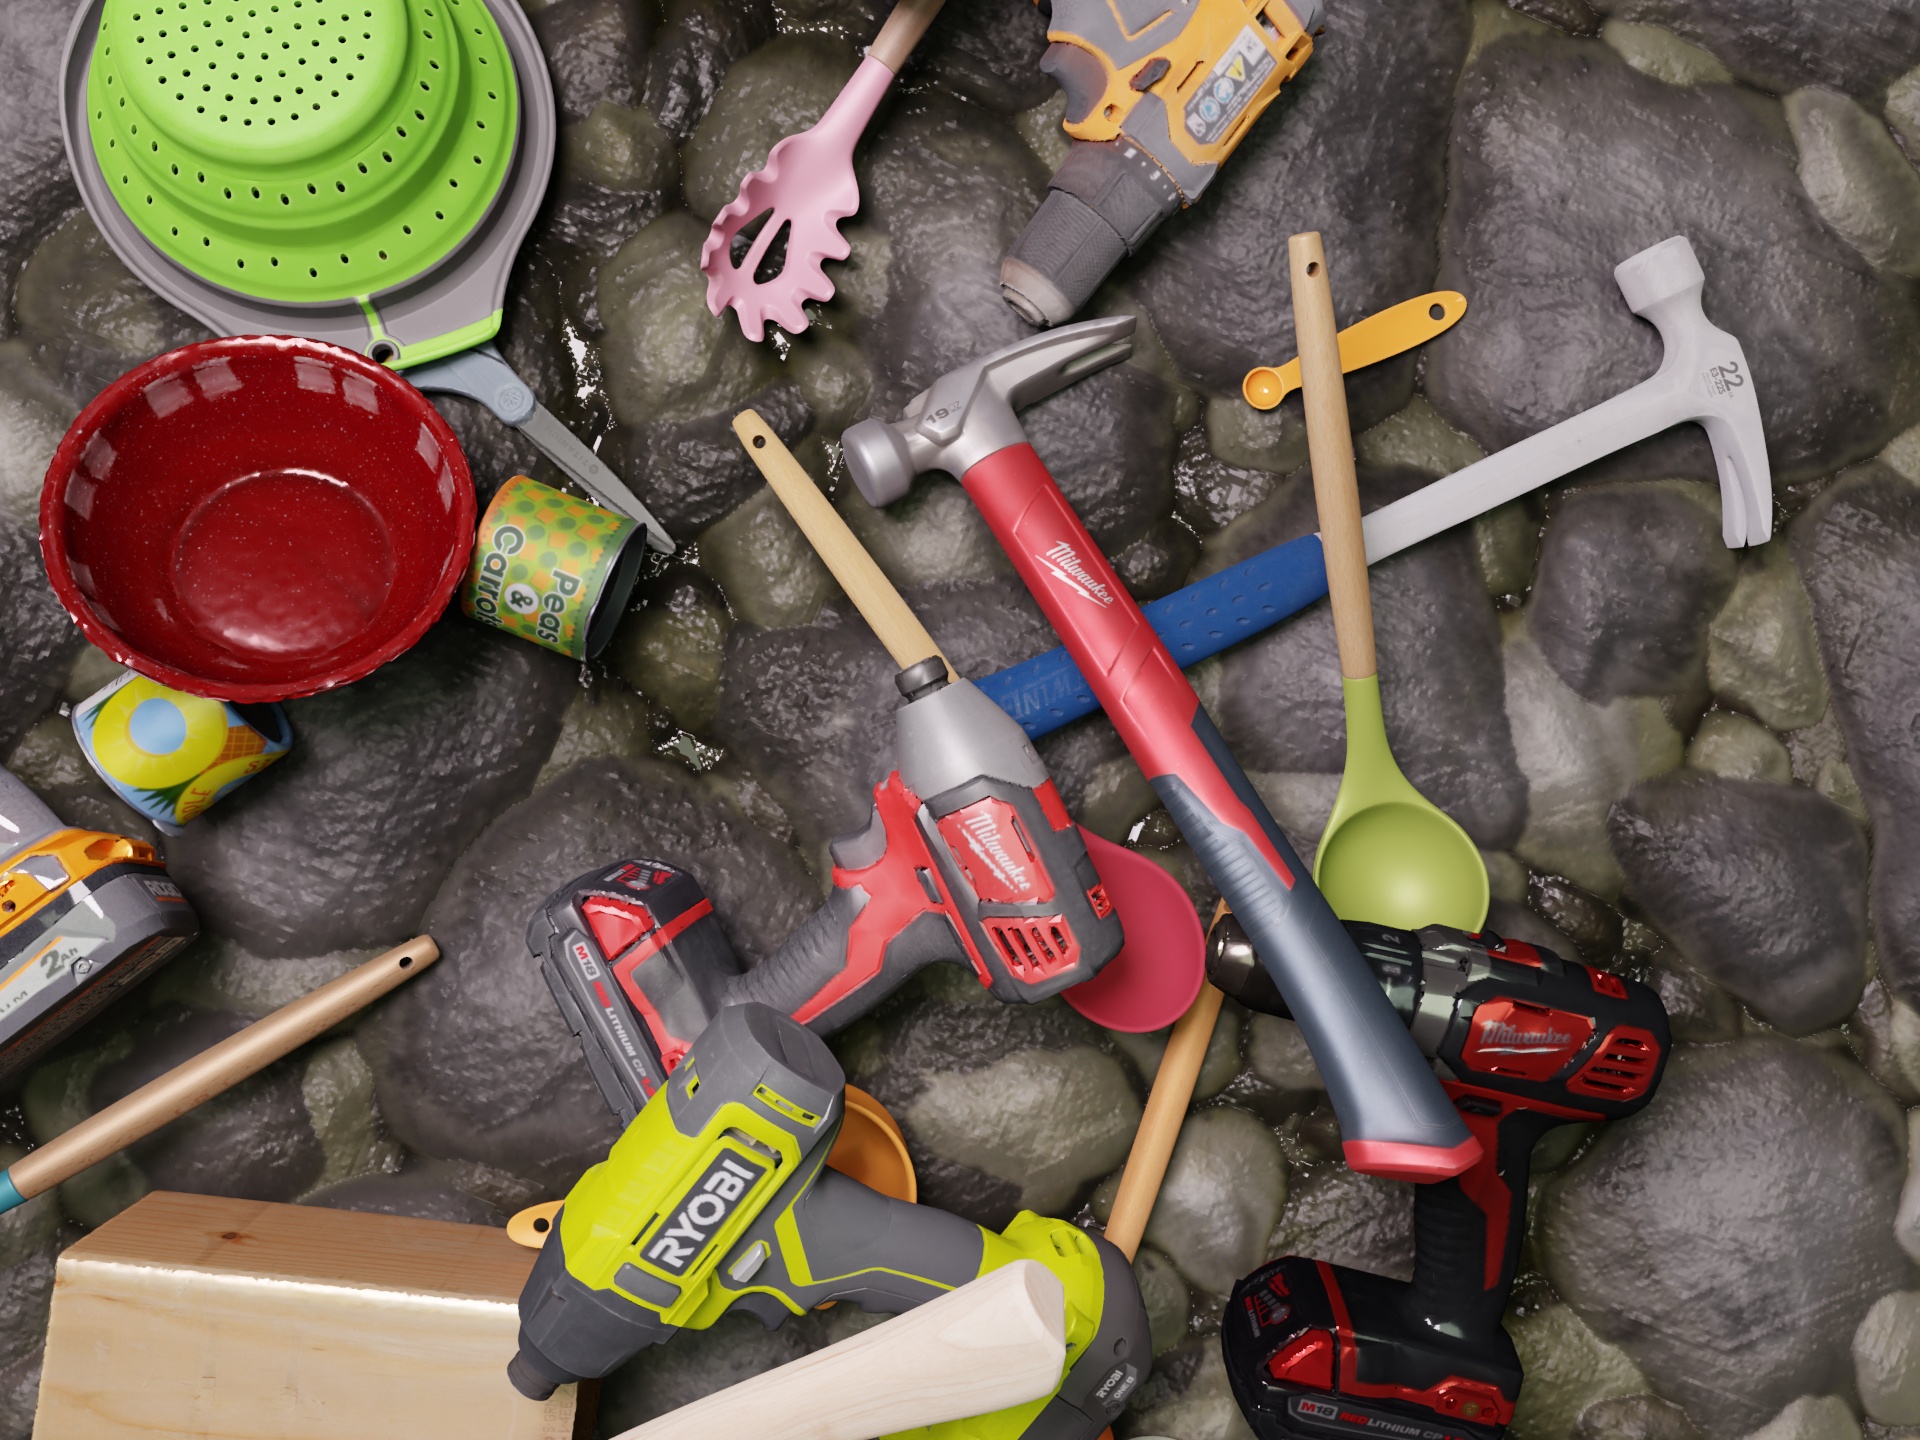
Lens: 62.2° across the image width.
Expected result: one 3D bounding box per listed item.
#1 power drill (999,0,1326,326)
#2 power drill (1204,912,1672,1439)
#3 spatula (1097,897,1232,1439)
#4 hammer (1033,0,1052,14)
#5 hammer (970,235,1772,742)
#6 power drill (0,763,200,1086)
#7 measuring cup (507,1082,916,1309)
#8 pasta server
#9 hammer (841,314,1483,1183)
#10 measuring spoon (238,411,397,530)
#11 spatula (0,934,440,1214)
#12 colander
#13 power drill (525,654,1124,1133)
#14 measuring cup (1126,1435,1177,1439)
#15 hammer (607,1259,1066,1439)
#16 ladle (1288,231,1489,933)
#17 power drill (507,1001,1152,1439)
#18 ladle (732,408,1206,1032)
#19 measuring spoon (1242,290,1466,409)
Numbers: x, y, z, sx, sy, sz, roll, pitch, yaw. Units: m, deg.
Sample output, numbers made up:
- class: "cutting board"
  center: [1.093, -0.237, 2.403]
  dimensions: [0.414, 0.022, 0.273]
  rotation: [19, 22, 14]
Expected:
- class: "power drill"
  center: [0.029, -0.293, 0.658]
  dimensions: [0.226, 0.084, 0.185]
  rotation: [36, 94, -34]
- class: "power drill"
  center: [0.175, 0.191, 0.672]
  dimensions: [0.188, 0.080, 0.226]
  rotation: [14, 103, -2]
- class: "spatula"
  center: [0.072, 0.222, 0.710]
  dimensions: [0.081, 0.041, 0.322]
  rotation: [17, 85, 33]
- class: "hammer"
  center: [-0.082, -0.417, 0.710]
  dimensions: [0.337, 0.034, 0.127]
  rotation: [26, 89, -3]
- class: "hammer"
  center: [0.178, -0.072, 0.722]
  dimensions: [0.405, 0.035, 0.144]
  rotation: [-25, 91, -3]
- class: "power drill"
  center: [-0.435, 0.039, 0.626]
  dimensions: [0.164, 0.084, 0.226]
  rotation: [-39, 89, -11]
- class: "measuring cup"
  center: [-0.106, 0.206, 0.696]
  dimensions: [0.173, 0.052, 0.095]
  rotation: [-6, 91, -2]
- class: "pasta server"
  center: [-0.017, -0.307, 0.688]
  dimensions: [0.060, 0.040, 0.316]
  rotation: [30, 98, -29]
- class: "hammer"
  center: [0.101, 0.002, 0.647]
  dimensions: [0.143, 0.038, 0.387]
  rotation: [-27, 70, -10]
- class: "measuring spoon"
  center: [-0.263, -0.108, 0.709]
  dimensions: [0.128, 0.021, 0.042]
  rotation: [39, 91, -12]
- class: "spatula"
  center: [-0.357, 0.178, 0.647]
  dimensions: [0.317, 0.044, 0.082]
  rotation: [-31, 102, -19]
- class: "colander"
  center: [-0.299, -0.343, 0.656]
  dimensions: [0.204, 0.094, 0.397]
  rotation: [-17, 87, -8]
- class: "power drill"
  center: [-0.057, 0.074, 0.656]
  dimensions: [0.219, 0.078, 0.143]
  rotation: [-25, 92, 14]
- class: "measuring cup"
  center: [0.125, 0.383, 0.716]
  dimensions: [0.167, 0.038, 0.083]
  rotation: [31, 88, -5]
- class: "hammer"
  center: [-0.147, 0.284, 0.587]
  dimensions: [0.410, 0.038, 0.146]
  rotation: [-30, 114, 17]
- class: "ladle"
  center: [0.170, -0.042, 0.671]
  dimensions: [0.078, 0.062, 0.320]
  rotation: [-13, 108, -5]
- class: "power drill"
  center: [-0.051, 0.230, 0.627]
  dimensions: [0.223, 0.080, 0.171]
  rotation: [35, 98, -22]
- class: "ladle"
  center: [-0.001, -0.002, 0.680]
  dimensions: [0.069, 0.031, 0.315]
  rotation: [-36, 91, 2]
- class: "measuring spoon"
  center: [0.182, -0.172, 0.737]
  dimensions: [0.117, 0.011, 0.021]
  rotation: [-25, 91, -7]
